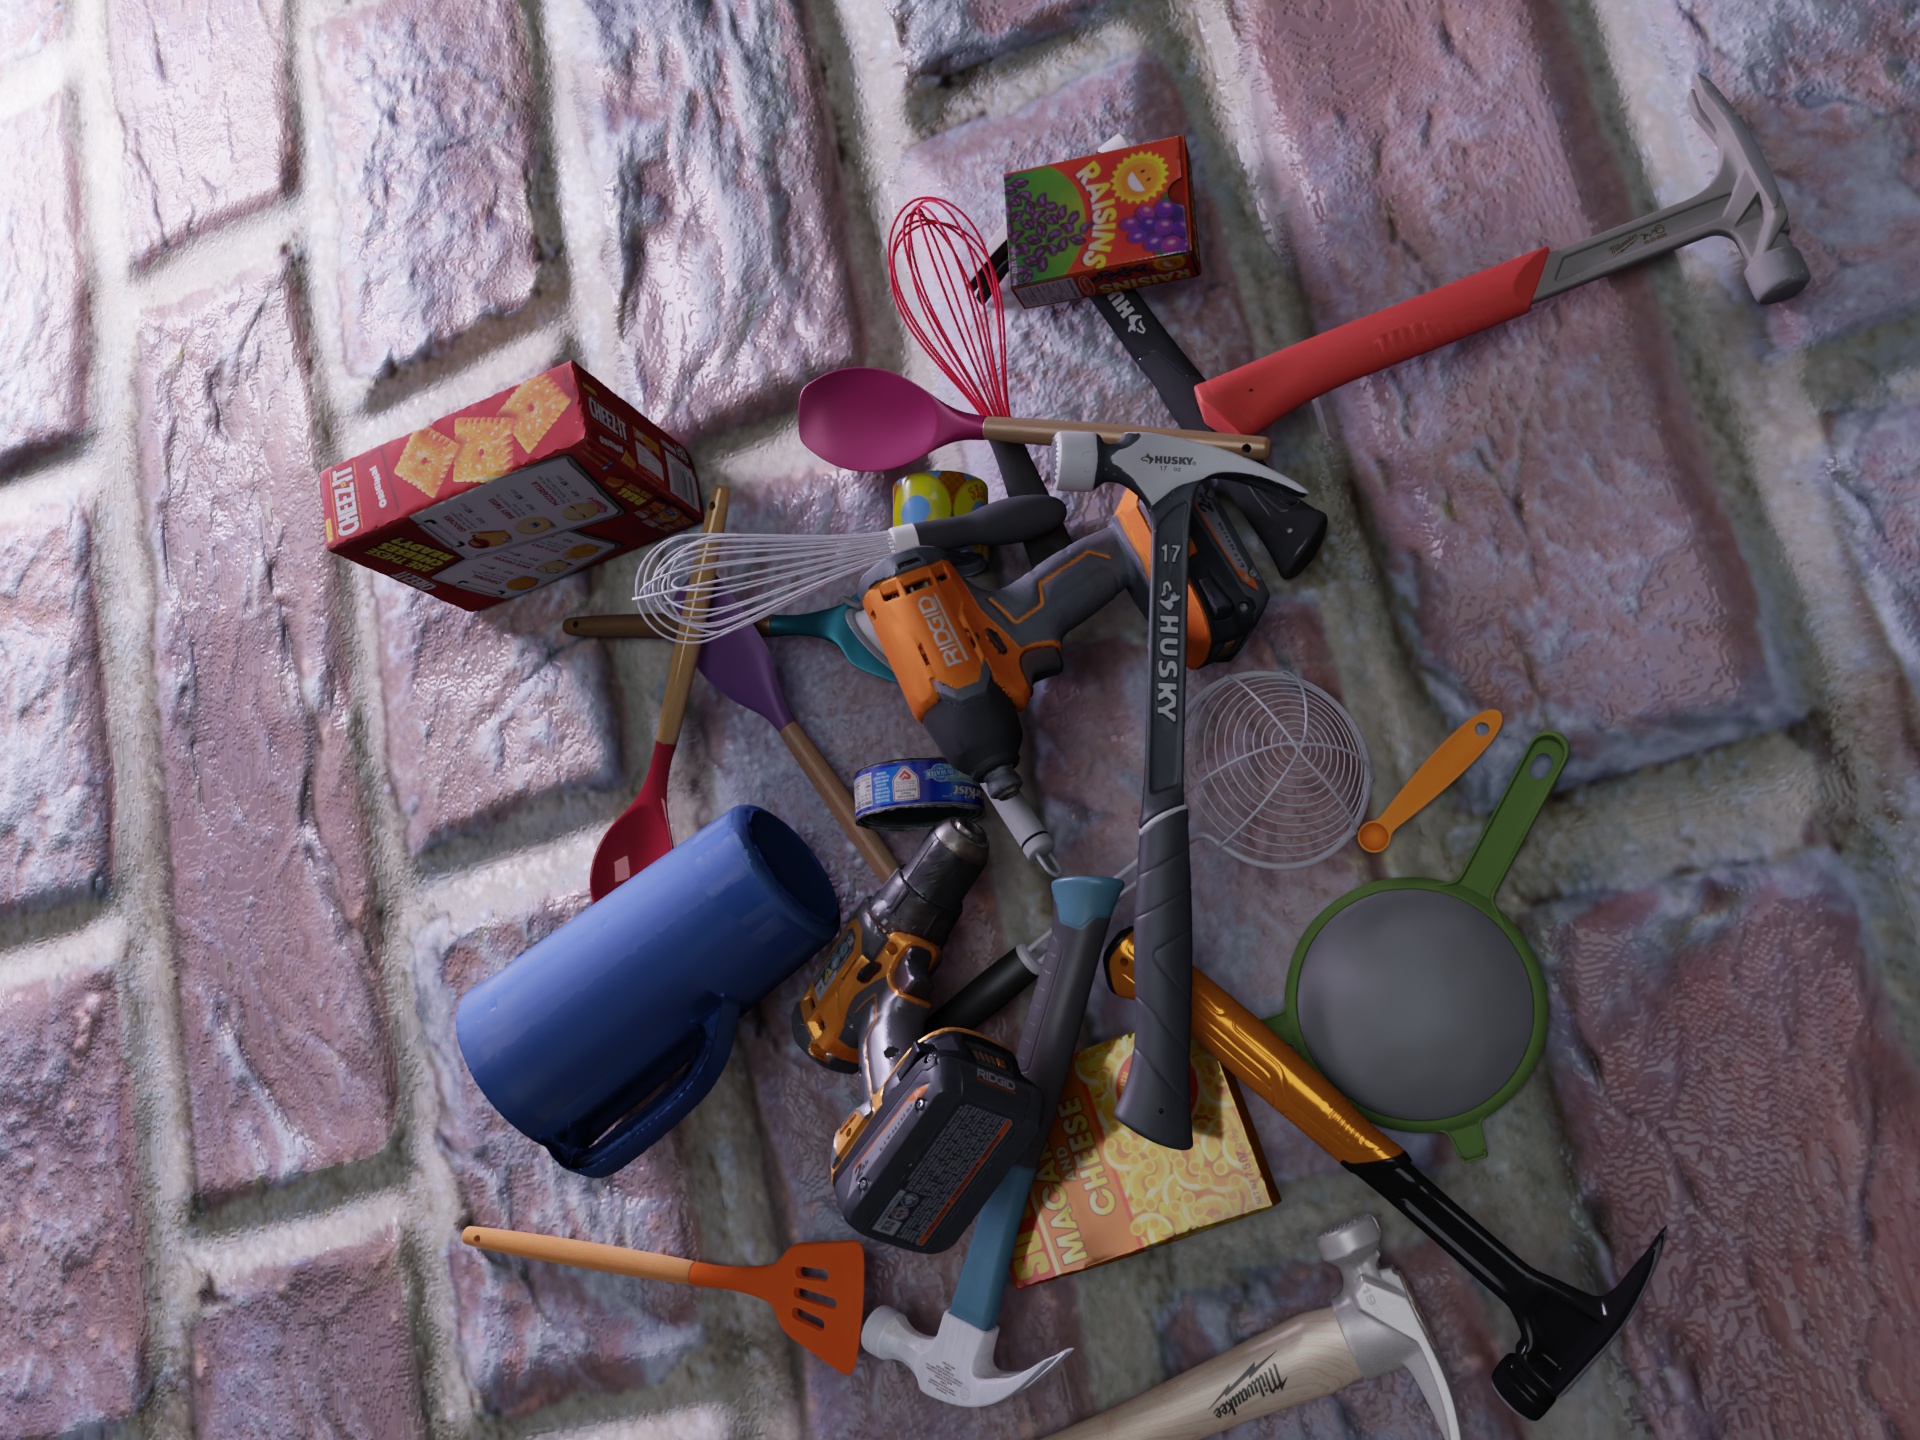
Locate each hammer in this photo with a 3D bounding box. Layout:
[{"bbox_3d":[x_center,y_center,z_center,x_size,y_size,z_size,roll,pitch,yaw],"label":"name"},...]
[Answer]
[{"bbox_3d":[0.090,0.441,0.947,0.410,0.038,0.146,-28,73,13],"label":"hammer"},{"bbox_3d":[0.035,0.248,0.949,0.128,0.033,0.331,17,94,34],"label":"hammer"},{"bbox_3d":[0.217,0.223,0.888,0.337,0.034,0.127,39,113,25],"label":"hammer"},{"bbox_3d":[0.134,-0.231,1.062,0.146,0.035,0.335,-35,70,10],"label":"hammer"},{"bbox_3d":[0.122,0.037,0.913,0.149,0.036,0.409,2,84,-3],"label":"hammer"},{"bbox_3d":[0.317,-0.266,0.983,0.359,0.036,0.149,-20,74,9],"label":"hammer"}]

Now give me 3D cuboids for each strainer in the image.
[{"bbox_3d":[-0.002,-0.003,1.013,0.050,0.086,0.259,-45,60,22],"label":"strainer"},{"bbox_3d":[0.285,0.117,0.920,0.151,0.069,0.256,29,92,22],"label":"strainer"}]

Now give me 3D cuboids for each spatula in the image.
[{"bbox_3d":[-0.150,-0.064,1.141,0.317,0.044,0.082,2,81,25],"label":"spatula"},{"bbox_3d":[-0.204,0.368,1.065,0.322,0.041,0.081,1,81,21],"label":"spatula"},{"bbox_3d":[-0.106,0.026,1.093,0.059,0.018,0.316,-44,74,26],"label":"spatula"}]

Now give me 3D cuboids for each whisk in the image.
[{"bbox_3d":[0.021,-0.214,1.068,0.073,0.073,0.296,-22,88,15],"label":"whisk"},{"bbox_3d":[-0.067,-0.106,1.011,0.284,0.070,0.070,-13,74,-12],"label":"whisk"}]

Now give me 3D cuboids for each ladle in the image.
[{"bbox_3d":[-0.202,-0.010,1.116,0.069,0.031,0.315,18,98,28],"label":"ladle"}]

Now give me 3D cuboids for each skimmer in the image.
[{"bbox_3d":[0.098,0.110,1.011,0.363,0.090,0.127,-42,80,19],"label":"skimmer"}]

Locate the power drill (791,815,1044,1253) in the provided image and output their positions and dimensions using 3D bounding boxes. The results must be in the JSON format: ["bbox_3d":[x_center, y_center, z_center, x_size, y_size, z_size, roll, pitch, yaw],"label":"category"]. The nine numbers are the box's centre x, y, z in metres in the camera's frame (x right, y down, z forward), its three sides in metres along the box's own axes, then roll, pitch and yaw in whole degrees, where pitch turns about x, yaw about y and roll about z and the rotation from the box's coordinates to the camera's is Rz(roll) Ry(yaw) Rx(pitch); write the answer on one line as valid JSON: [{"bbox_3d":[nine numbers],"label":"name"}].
[{"bbox_3d":[-0.022,0.176,0.951,0.185,0.084,0.226,-56,26,15],"label":"power drill"}]

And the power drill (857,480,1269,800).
[{"bbox_3d":[0.070,-0.053,0.981,0.226,0.084,0.164,-21,71,-13],"label":"power drill"}]

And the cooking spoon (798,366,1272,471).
[{"bbox_3d":[0.041,-0.187,1.029,0.319,0.017,0.068,8,103,18],"label":"cooking spoon"}]

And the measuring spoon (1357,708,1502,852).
[{"bbox_3d":[0.287,0.037,0.969,0.117,0.011,0.021,-46,70,3],"label":"measuring spoon"}]
